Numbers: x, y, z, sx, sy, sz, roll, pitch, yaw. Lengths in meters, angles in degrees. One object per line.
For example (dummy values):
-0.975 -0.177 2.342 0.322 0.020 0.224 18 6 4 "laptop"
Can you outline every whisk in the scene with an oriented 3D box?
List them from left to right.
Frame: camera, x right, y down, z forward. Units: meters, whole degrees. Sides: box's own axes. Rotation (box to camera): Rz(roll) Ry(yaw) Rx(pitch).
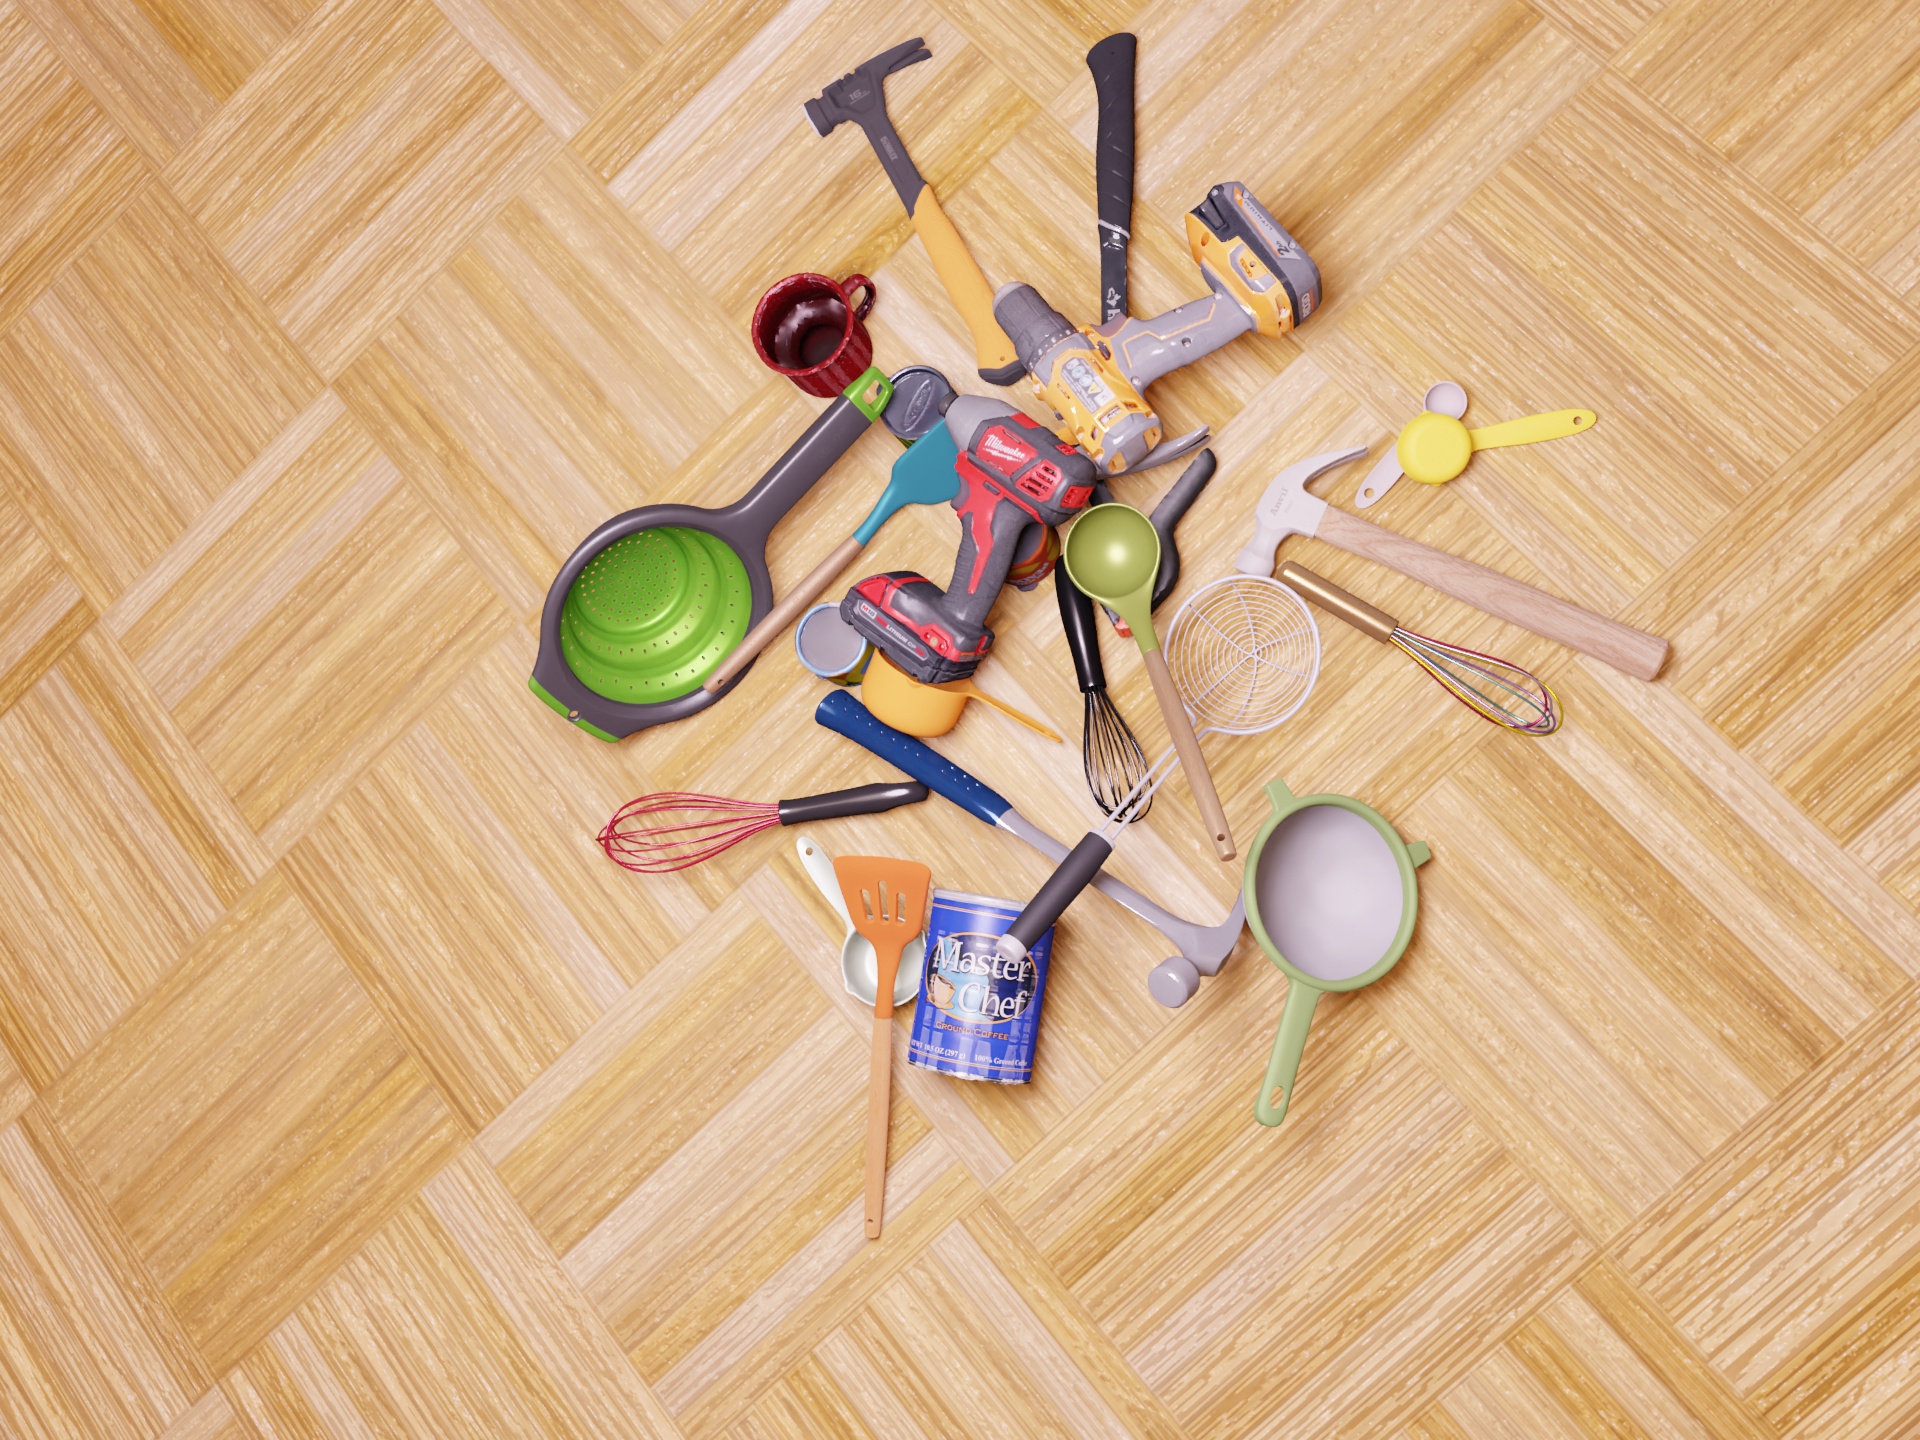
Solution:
-0.172 0.083 1.365 0.296 0.073 0.073 -9 80 7 "whisk"
0.113 -0.029 1.316 0.055 0.055 0.239 -15 74 12 "whisk"
0.358 -0.059 1.244 0.245 0.051 0.047 32 94 12 "whisk"

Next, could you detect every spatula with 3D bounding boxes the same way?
-0.104 -0.133 1.371 0.317 0.082 0.044 -45 40 2 "spatula"
-0.067 0.265 1.287 0.081 0.041 0.322 4 96 12 "spatula"

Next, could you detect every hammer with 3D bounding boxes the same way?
-0.019 -0.447 1.416 0.127 0.034 0.337 -28 76 10 "hammer"
0.049 0.083 1.292 0.406 0.144 0.035 32 127 24 "hammer"
0.136 -0.400 1.354 0.149 0.036 0.409 -1 77 11 "hammer"
0.393 -0.116 1.259 0.331 0.031 0.130 25 96 15 "hammer"

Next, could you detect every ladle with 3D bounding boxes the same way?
0.150 -0.036 1.208 0.078 0.062 0.320 -23 55 11 "ladle"

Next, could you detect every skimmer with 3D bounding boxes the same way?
0.144 0.034 1.216 0.127 0.090 0.363 33 63 20 "skimmer"

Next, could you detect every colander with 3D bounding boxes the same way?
-0.216 -0.164 1.372 0.397 0.204 0.095 -46 42 3 "colander"

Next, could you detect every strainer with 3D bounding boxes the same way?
0.256 0.182 1.217 0.151 0.069 0.256 23 76 -15 "strainer"

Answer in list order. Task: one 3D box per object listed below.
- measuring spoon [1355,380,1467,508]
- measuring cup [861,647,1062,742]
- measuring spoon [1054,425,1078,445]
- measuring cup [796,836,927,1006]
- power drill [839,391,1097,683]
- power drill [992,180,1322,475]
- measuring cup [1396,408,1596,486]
0.364 -0.223 1.297 0.034 0.018 0.124 39 99 2 "measuring spoon"
-0.002 -0.004 1.329 0.173 0.095 0.052 27 109 0 "measuring cup"
0.098 -0.245 1.370 0.117 0.011 0.021 -32 77 11 "measuring spoon"
-0.084 0.166 1.341 0.083 0.038 0.168 -39 73 6 "measuring cup"
0.001 -0.150 1.282 0.143 0.078 0.219 39 113 19 "power drill"
0.151 -0.331 1.279 0.226 0.084 0.185 -38 72 4 "power drill"
0.428 -0.226 1.265 0.156 0.029 0.062 -10 98 8 "measuring cup"
